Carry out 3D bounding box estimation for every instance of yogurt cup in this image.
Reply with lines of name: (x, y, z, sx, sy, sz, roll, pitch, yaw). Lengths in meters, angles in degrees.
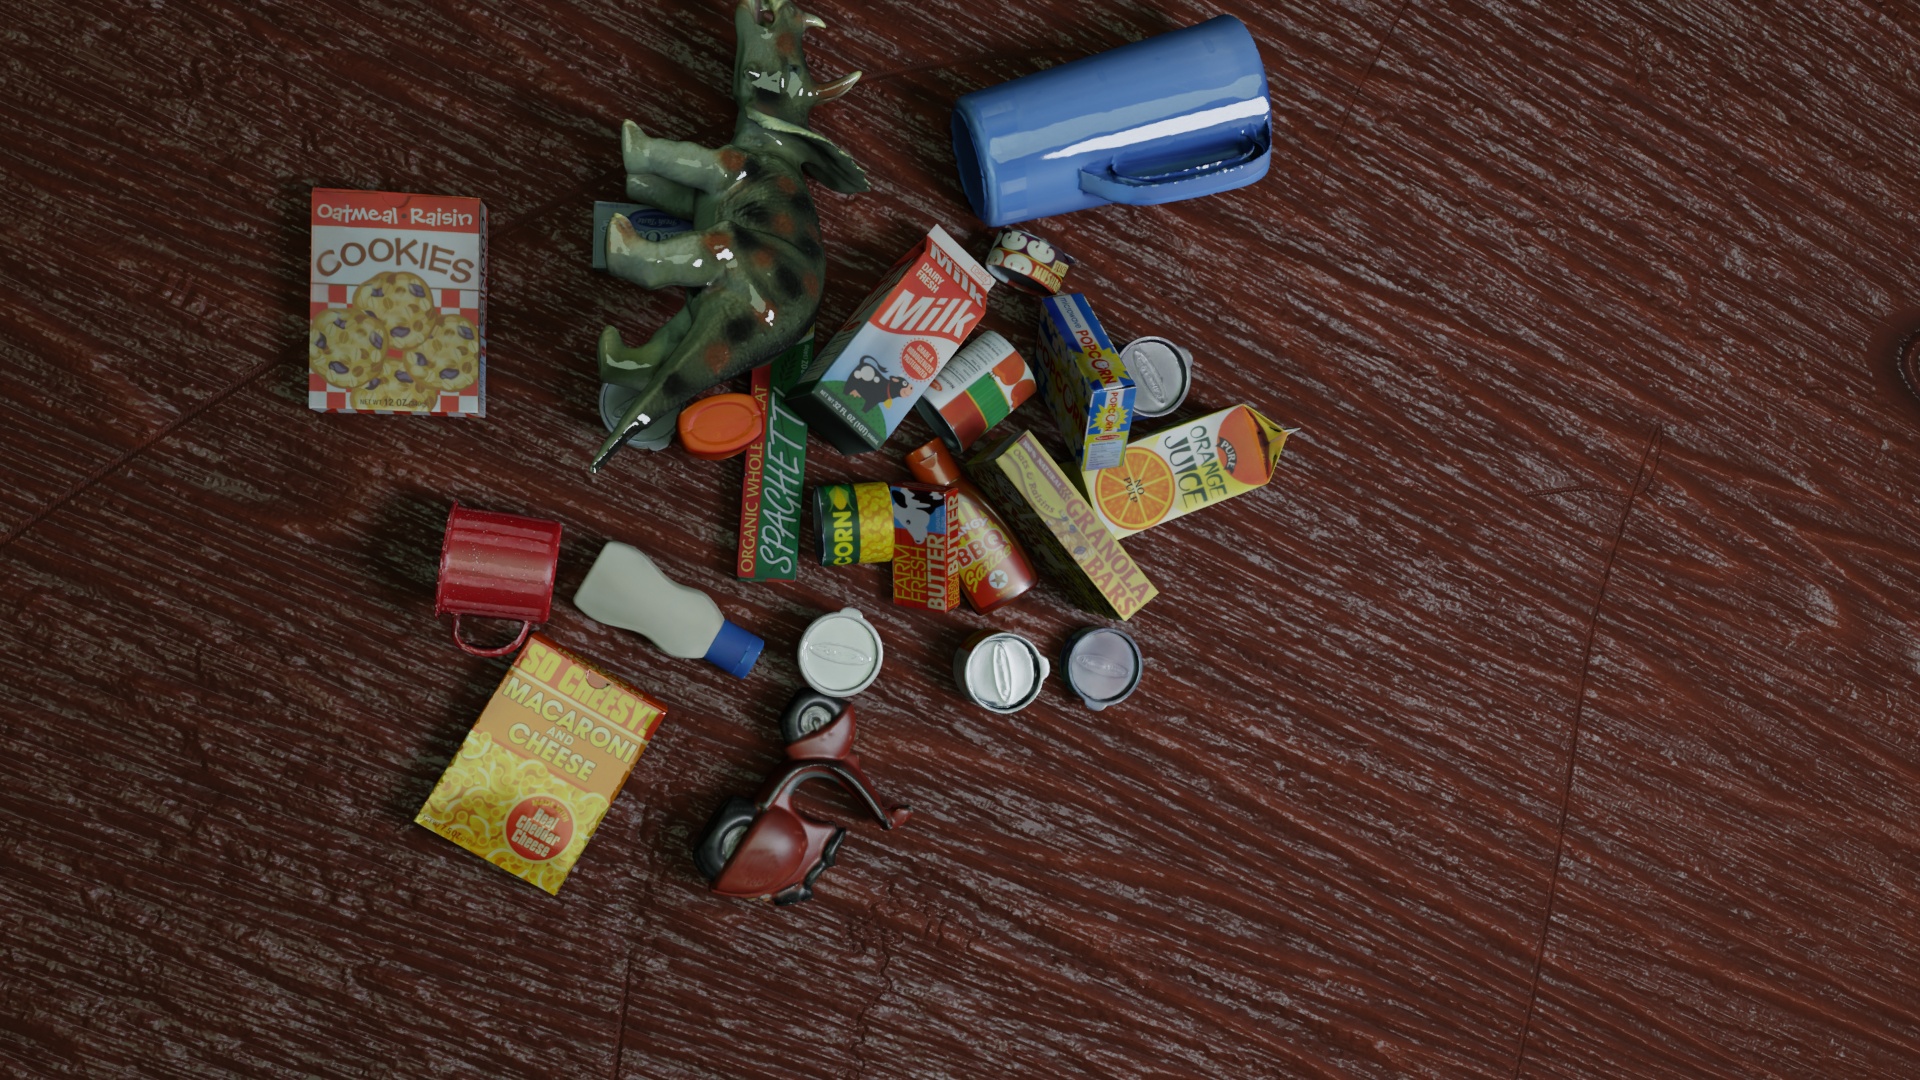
yogurt cup: (-0.100, 0.090, 1.128, 0.072, 0.054, 0.072, 0, 90, -11)

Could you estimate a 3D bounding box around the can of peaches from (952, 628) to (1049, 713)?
can of peaches: (0.033, 0.107, 1.152, 0.071, 0.058, 0.071, 0, 90, -12)

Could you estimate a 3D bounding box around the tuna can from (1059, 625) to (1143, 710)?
tuna can: (0.118, 0.108, 1.182, 0.071, 0.033, 0.071, 0, 90, -11)

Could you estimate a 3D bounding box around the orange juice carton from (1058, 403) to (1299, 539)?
orange juice carton: (0.188, -0.063, 1.176, 0.193, 0.072, 0.073, -20, 95, -10)

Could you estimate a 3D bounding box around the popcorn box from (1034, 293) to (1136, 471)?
popcorn box: (0.098, -0.129, 1.120, 0.038, 0.084, 0.127, -9, 47, -14)

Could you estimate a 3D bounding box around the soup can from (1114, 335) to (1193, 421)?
soup can: (0.149, -0.134, 1.162, 0.071, 0.084, 0.071, 0, 91, -11)

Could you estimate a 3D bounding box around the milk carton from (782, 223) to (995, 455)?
milk carton: (-0.049, -0.163, 1.115, 0.072, 0.073, 0.191, 42, 73, -20)

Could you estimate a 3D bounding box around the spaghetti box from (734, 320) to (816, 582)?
spaghetti box: (-0.150, -0.089, 1.130, 0.050, 0.028, 0.250, 4, 89, -12)

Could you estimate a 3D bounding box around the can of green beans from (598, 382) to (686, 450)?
can of green beans: (-0.250, -0.106, 1.095, 0.071, 0.058, 0.071, 0, 90, -11)

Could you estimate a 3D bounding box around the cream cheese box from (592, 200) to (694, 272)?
cream cheese box: (-0.241, -0.242, 1.114, 0.104, 0.024, 0.053, 0, 91, -11)

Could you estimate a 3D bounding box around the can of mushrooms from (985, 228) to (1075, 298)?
can of mushrooms: (0.058, -0.228, 1.151, 0.071, 0.071, 0.033, 25, 87, -10)

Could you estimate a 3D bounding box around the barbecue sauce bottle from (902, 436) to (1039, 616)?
barbecue sauce bottle: (0.004, -0.014, 1.153, 0.065, 0.044, 0.148, -30, 95, 1)

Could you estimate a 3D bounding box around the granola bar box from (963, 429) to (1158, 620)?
granola bar box: (0.078, -0.011, 1.127, 0.039, 0.124, 0.165, -40, 97, -8)

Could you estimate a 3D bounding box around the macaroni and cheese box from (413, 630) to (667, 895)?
macaroni and cheese box: (-0.326, 0.174, 1.090, 0.123, 0.040, 0.166, 32, 84, -11)

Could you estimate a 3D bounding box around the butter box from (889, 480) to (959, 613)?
butter box: (-0.029, 0.005, 1.131, 0.053, 0.024, 0.103, 8, 108, 28)

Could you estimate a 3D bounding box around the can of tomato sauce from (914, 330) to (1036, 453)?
can of tomato sauce: (0.012, -0.121, 1.144, 0.083, 0.071, 0.071, -40, 97, -10)

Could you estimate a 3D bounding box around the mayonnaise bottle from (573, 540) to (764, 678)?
mayonnaise bottle: (-0.230, 0.060, 1.109, 0.148, 0.041, 0.065, 31, 86, -11)

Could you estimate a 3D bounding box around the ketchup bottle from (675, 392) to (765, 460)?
ketchup bottle: (-0.185, -0.084, 1.062, 0.065, 0.149, 0.043, -14, 93, -11)

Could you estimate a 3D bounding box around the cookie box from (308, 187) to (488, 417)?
cookie box: (-0.430, -0.181, 1.068, 0.123, 0.040, 0.167, 1, 90, -11)

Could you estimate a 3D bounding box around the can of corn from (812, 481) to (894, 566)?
can of corn: (-0.087, -0.012, 1.122, 0.058, 0.071, 0.071, -4, 91, -12)
